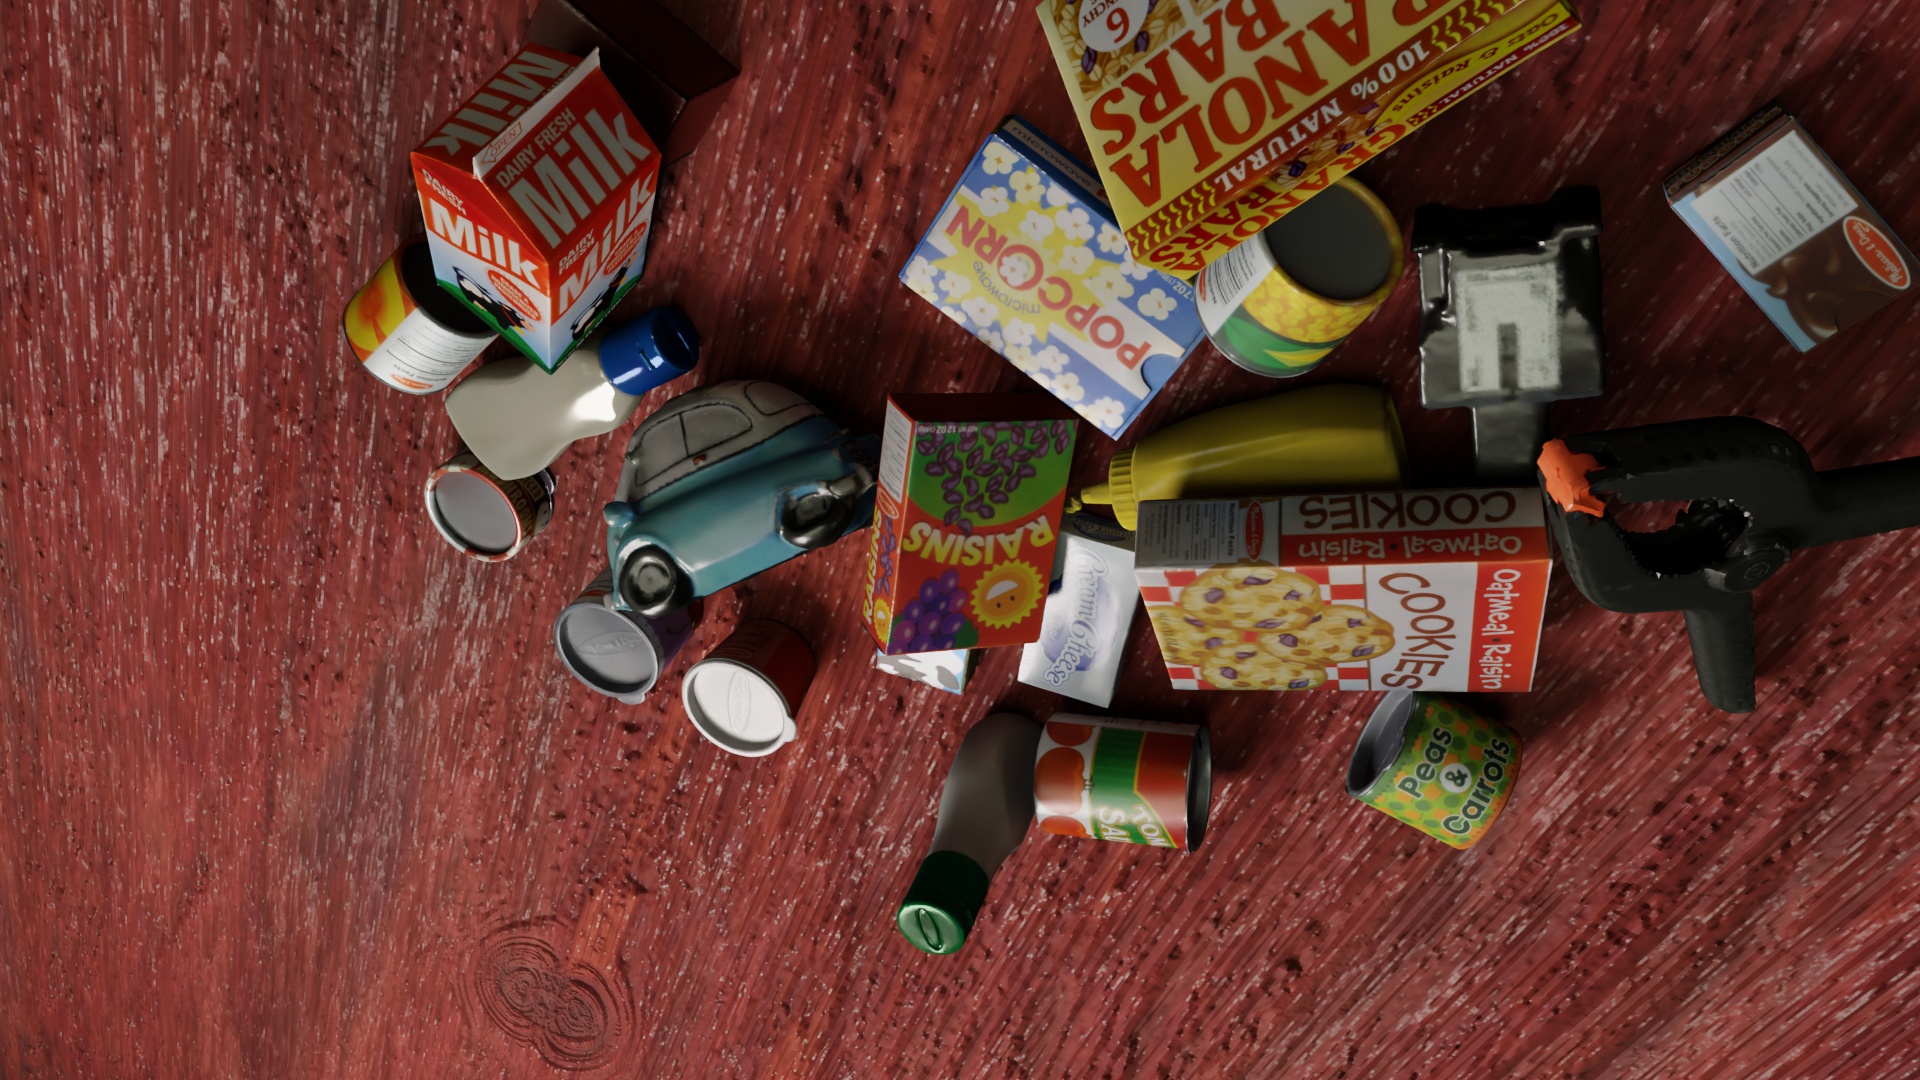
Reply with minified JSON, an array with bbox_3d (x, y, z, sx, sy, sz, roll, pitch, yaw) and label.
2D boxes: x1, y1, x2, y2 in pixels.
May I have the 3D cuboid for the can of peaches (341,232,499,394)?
[{"bbox_3d":[-0.280,-0.122,0.731,0.058,0.071,0.071,-32,106,34],"label":"can of peaches"}]

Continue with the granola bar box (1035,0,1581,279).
[{"bbox_3d":[0.118,-0.192,0.507,0.165,0.039,0.124,-30,68,33],"label":"granola bar box"}]

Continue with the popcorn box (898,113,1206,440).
[{"bbox_3d":[0.047,-0.117,0.622,0.127,0.038,0.084,36,125,-3],"label":"popcorn box"}]

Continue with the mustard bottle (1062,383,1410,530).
[{"bbox_3d":[0.121,-0.031,0.640,0.160,0.049,0.065,-7,127,25],"label":"mustard bottle"}]

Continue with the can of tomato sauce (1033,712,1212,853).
[{"bbox_3d":[0.087,0.130,0.742,0.083,0.071,0.071,2,121,21],"label":"can of tomato sauce"}]

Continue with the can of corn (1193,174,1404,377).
[{"bbox_3d":[0.139,-0.108,0.564,0.071,0.071,0.058,33,155,-1],"label":"can of corn"}]

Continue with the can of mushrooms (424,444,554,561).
[{"bbox_3d":[-0.273,-0.023,0.809,0.071,0.034,0.070,10,123,16],"label":"can of mushrooms"}]

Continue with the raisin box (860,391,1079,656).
[{"bbox_3d":[0.002,-0.008,0.670,0.086,0.040,0.122,-4,117,-24],"label":"raisin box"}]

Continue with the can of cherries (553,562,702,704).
[{"bbox_3d":[-0.192,0.050,0.808,0.071,0.059,0.071,9,123,15],"label":"can of cherries"}]

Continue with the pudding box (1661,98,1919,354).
[{"bbox_3d":[0.313,-0.117,0.523,0.083,0.030,0.049,43,125,-9],"label":"pudding box"}]

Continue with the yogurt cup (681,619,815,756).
[{"bbox_3d":[-0.119,0.082,0.802,0.072,0.054,0.072,10,124,15],"label":"yogurt cup"}]

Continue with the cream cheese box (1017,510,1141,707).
[{"bbox_3d":[0.065,0.035,0.720,0.053,0.024,0.103,16,125,10],"label":"cream cheese box"}]

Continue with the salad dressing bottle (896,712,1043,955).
[{"bbox_3d":[0.009,0.153,0.739,0.044,0.148,0.064,-5,119,24],"label":"salad dressing bottle"}]

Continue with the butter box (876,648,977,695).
[{"bbox_3d":[-0.014,0.032,0.748,0.053,0.024,0.103,15,125,11],"label":"butter box"}]

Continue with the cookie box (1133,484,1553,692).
[{"bbox_3d":[0.171,0.025,0.624,0.167,0.040,0.122,-2,149,17],"label":"cookie box"}]

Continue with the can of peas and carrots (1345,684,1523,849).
[{"bbox_3d":[0.230,0.108,0.673,0.059,0.071,0.070,27,127,3],"label":"can of peas and carrots"}]

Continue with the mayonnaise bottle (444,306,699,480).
[{"bbox_3d":[-0.205,-0.082,0.742,0.148,0.041,0.064,-19,115,29],"label":"mayonnaise bottle"}]

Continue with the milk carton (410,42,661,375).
[{"bbox_3d":[-0.186,-0.148,0.614,0.073,0.072,0.190,40,160,-6],"label":"milk carton"}]
